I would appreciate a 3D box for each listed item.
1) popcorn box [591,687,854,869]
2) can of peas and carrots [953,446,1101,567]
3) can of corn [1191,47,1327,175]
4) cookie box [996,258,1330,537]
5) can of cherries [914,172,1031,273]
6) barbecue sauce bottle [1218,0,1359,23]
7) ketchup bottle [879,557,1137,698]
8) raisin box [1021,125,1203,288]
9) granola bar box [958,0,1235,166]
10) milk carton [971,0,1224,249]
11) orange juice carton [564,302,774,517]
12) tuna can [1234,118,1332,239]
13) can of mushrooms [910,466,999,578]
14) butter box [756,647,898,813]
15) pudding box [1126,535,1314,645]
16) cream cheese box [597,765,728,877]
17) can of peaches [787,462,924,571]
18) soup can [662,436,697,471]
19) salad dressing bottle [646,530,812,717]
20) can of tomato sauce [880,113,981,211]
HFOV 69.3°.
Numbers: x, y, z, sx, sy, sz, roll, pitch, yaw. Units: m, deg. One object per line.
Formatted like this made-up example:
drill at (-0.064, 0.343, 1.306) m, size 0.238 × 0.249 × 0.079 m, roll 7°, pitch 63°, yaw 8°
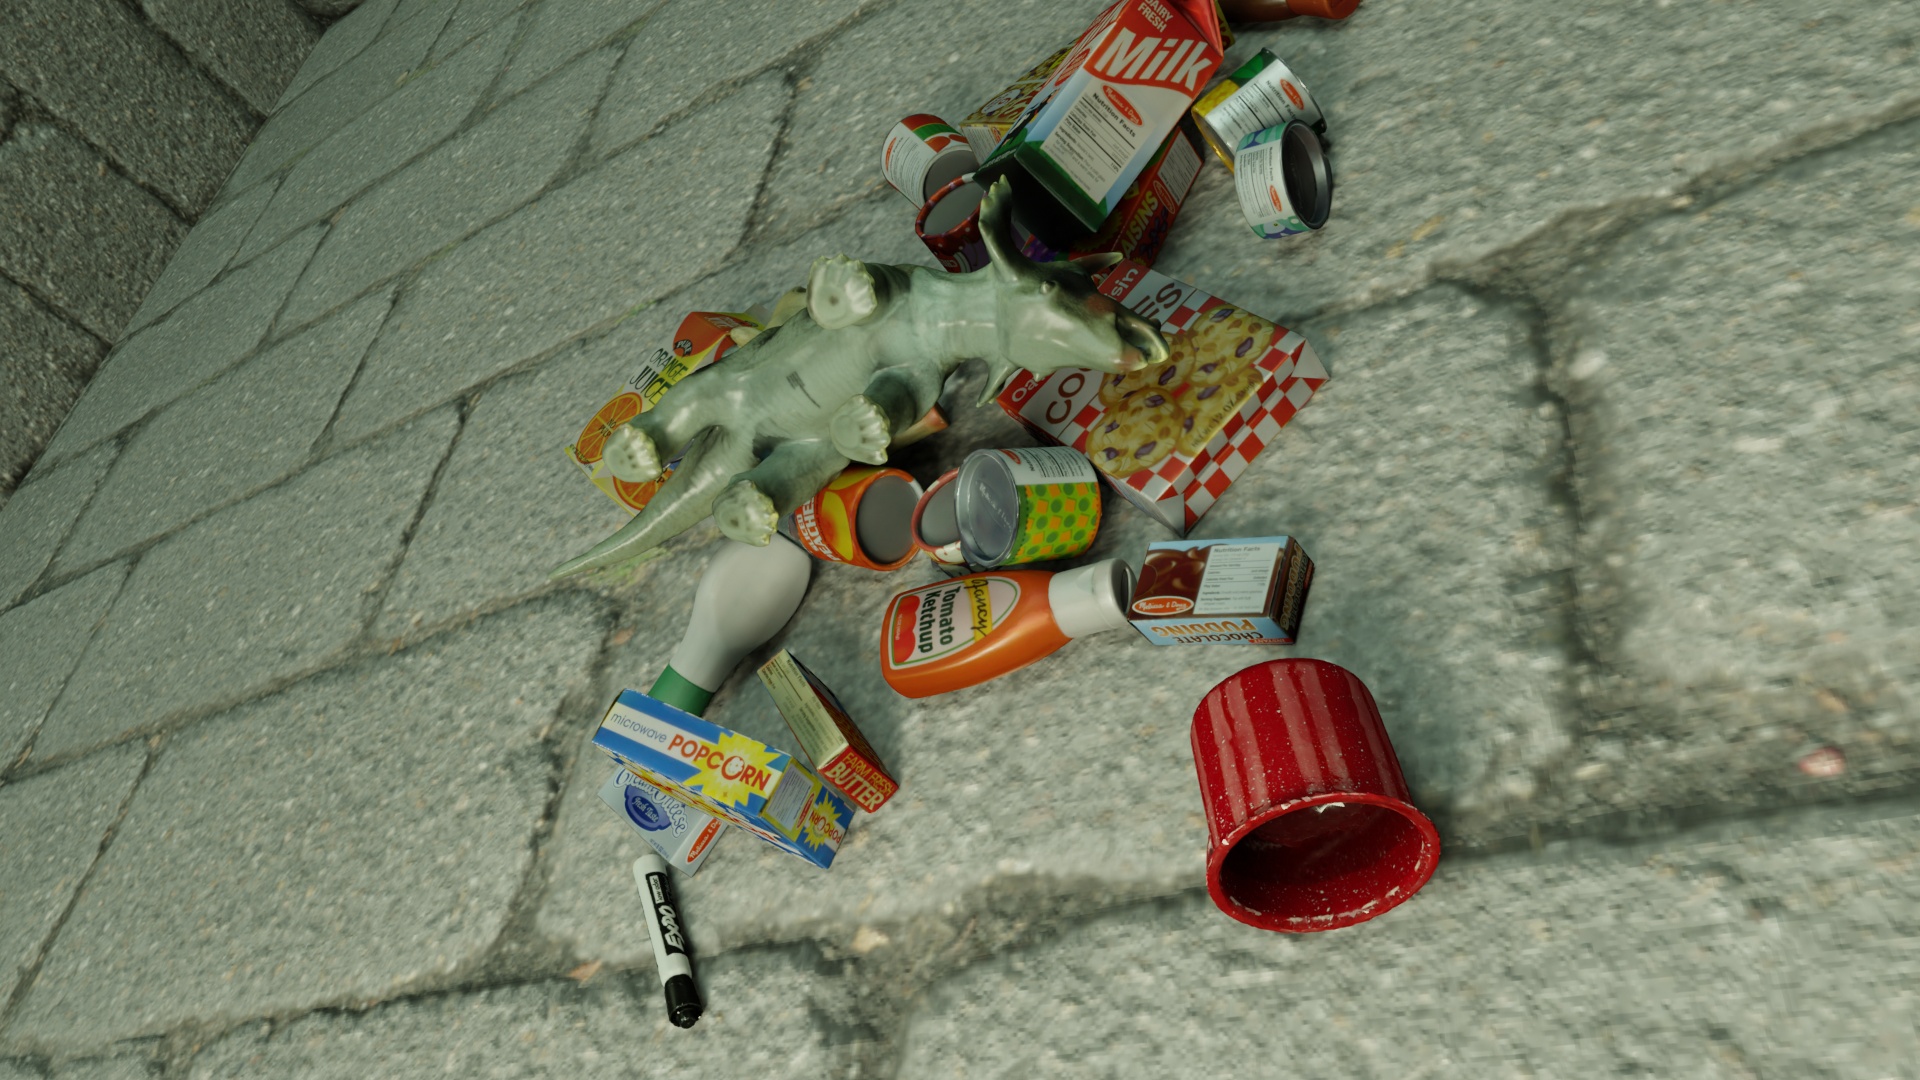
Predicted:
popcorn box at (-0.132, 0.132, 0.774) m, size 0.127 × 0.085 × 0.038 m, roll 16°, pitch 66°, yaw 30°
can of peas and carrots at (0.037, -0.018, 0.784) m, size 0.071 × 0.059 × 0.071 m, roll 11°, pitch 103°, yaw 58°
can of corn at (0.189, -0.268, 0.886) m, size 0.058 × 0.071 × 0.071 m, roll -38°, pitch 39°, yaw 10°
cookie box at (0.113, -0.089, 0.814) m, size 0.123 × 0.040 × 0.168 m, roll -47°, pitch 40°, yaw -3°
can of cherries at (0.008, -0.221, 1.007) m, size 0.071 × 0.058 × 0.072 m, roll -23°, pitch 43°, yaw 24°
barbecue sauce bottle at (0.219, -0.397, 0.989) m, size 0.065 × 0.043 × 0.149 m, roll -49°, pitch 40°, yaw -5°
ketchup bottle at (0.026, 0.044, 0.769) m, size 0.148 × 0.043 × 0.065 m, roll -16°, pitch 50°, yaw 30°
raisin box at (0.099, -0.219, 0.940) m, size 0.086 × 0.040 × 0.124 m, roll 7°, pitch 60°, yaw 44°
granola bar box at (0.095, -0.329, 1.000) m, size 0.166 × 0.039 × 0.124 m, roll -39°, pitch 30°, yaw -14°
milk carton at (0.099, -0.286, 0.895) m, size 0.191 × 0.073 × 0.072 m, roll -54°, pitch 18°, yaw -11°
orange juice carton at (-0.211, -0.109, 1.088) m, size 0.193 × 0.073 × 0.072 m, roll -48°, pitch 39°, yaw -5°
tuna can at (0.195, -0.217, 0.836) m, size 0.033 × 0.071 × 0.071 m, roll -6°, pitch 53°, yaw 39°
can of mushrooms at (0.003, -0.011, 0.846) m, size 0.071 × 0.033 × 0.071 m, roll -23°, pitch 45°, yaw 24°
butter box at (-0.077, 0.108, 0.796) m, size 0.024 × 0.053 × 0.104 m, roll -43°, pitch 40°, yaw -1°
pudding box at (0.131, 0.025, 0.704) m, size 0.083 × 0.030 × 0.050 m, roll -4°, pitch 55°, yaw 39°
cream cheese box at (-0.181, 0.162, 0.862) m, size 0.104 × 0.024 × 0.053 m, roll 22°, pitch 71°, yaw 48°
can of peaches at (-0.064, -0.015, 0.880) m, size 0.058 × 0.071 × 0.071 m, roll 10°, pitch 63°, yaw 45°
soup can at (-0.168, -0.057, 0.996) m, size 0.071 × 0.083 × 0.072 m, roll -24°, pitch 43°, yaw 25°
salad dressing bottle at (-0.154, 0.059, 0.904) m, size 0.147 × 0.064 × 0.044 m, roll -56°, pitch 28°, yaw -2°
can of tomato sauce at (-0.016, -0.289, 1.083) m, size 0.071 × 0.071 × 0.083 m, roll -42°, pitch 39°, yaw 4°
